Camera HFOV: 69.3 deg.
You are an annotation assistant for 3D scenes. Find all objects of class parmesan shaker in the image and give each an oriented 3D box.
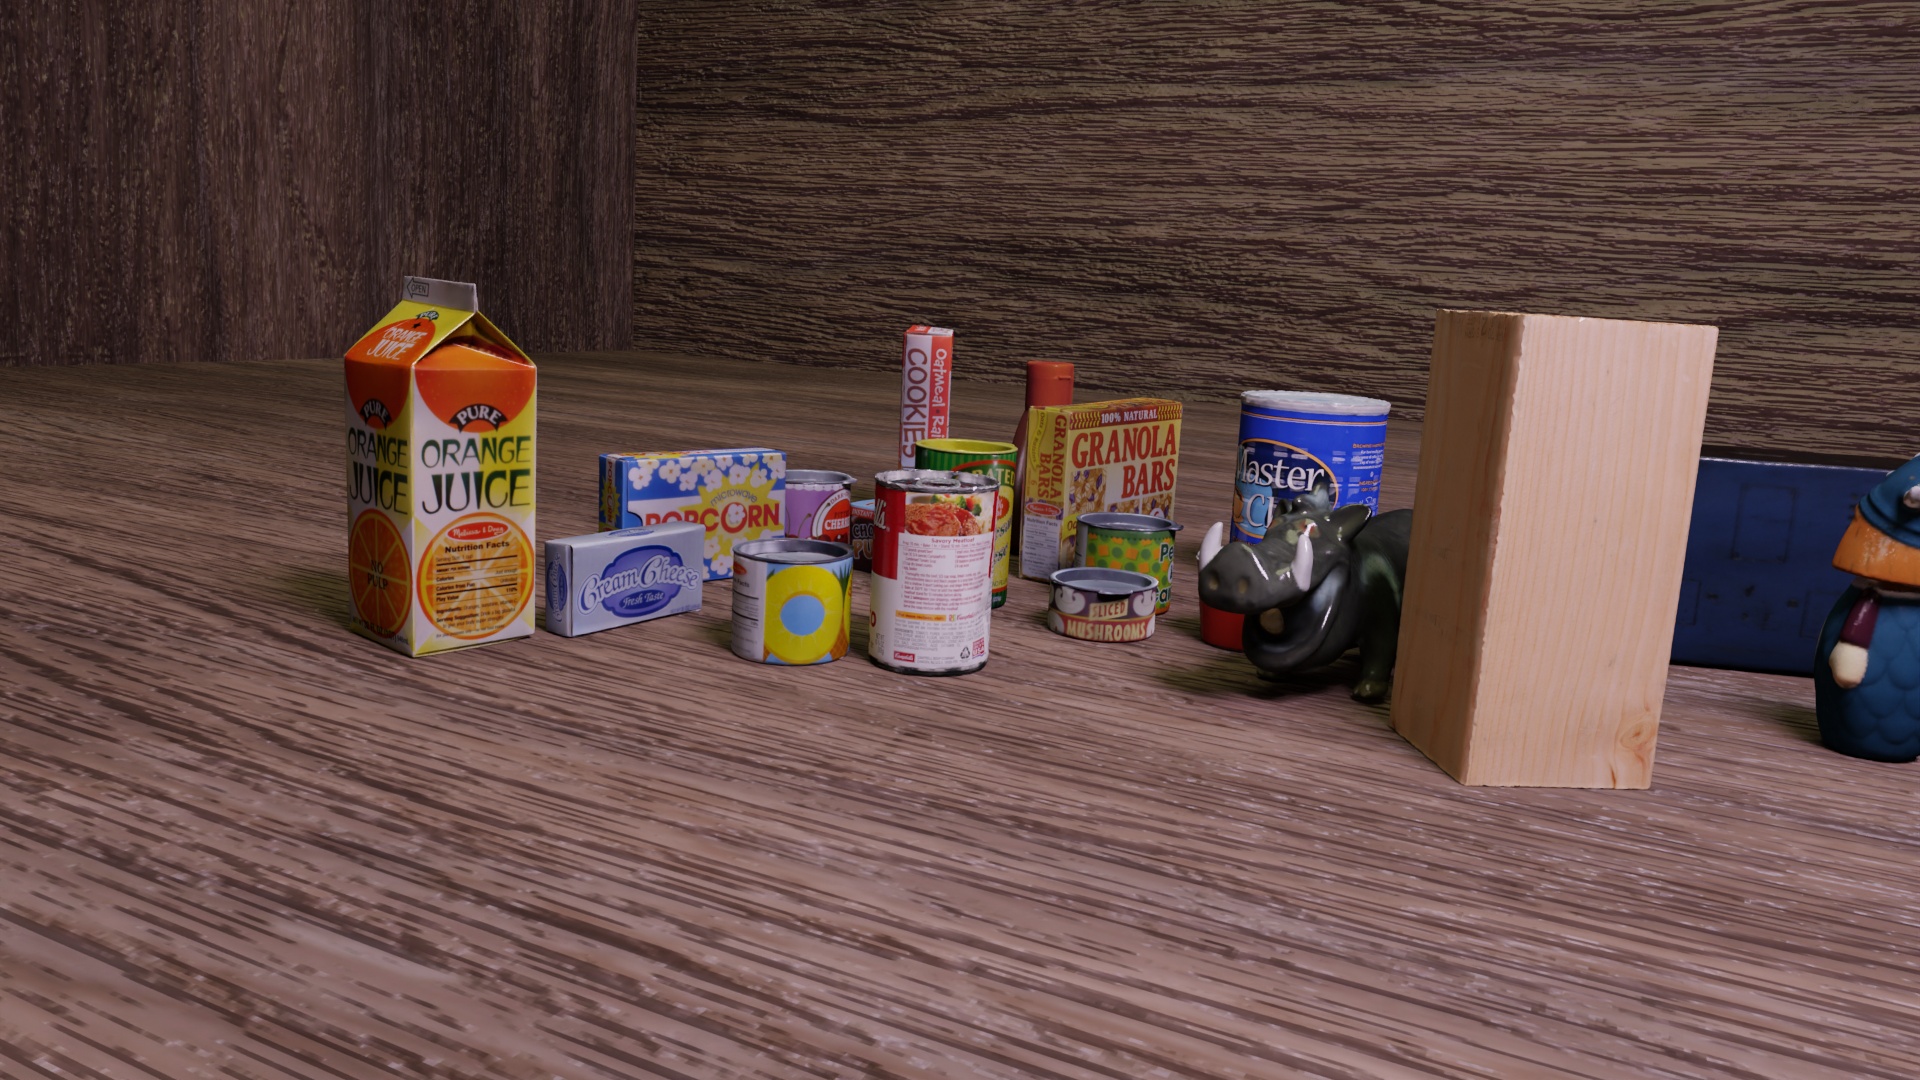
[{"bbox_3d":[0.003,-0.011,0.903,0.071,0.103,0.071,3,10,0],"label":"parmesan shaker"}]

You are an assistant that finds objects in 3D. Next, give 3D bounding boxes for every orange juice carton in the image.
[{"bbox_3d":[-0.277,-0.042,0.742,0.072,0.192,0.073,12,13,40],"label":"orange juice carton"}]

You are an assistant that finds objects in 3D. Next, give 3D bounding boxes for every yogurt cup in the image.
[{"bbox_3d":[0.174,0.036,0.836,0.072,0.053,0.072,3,10,0],"label":"yogurt cup"}]

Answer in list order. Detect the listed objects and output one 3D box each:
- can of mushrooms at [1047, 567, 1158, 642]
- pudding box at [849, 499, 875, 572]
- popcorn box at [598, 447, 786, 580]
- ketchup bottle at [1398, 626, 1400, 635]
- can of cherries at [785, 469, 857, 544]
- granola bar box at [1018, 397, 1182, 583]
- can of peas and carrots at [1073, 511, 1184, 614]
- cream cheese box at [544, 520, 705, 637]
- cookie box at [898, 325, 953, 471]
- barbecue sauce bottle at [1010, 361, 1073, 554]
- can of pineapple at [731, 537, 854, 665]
[{"bbox_3d":[0.087,0.039,0.847,0.071,0.033,0.071,3,10,0],"label":"can of mushrooms"},{"bbox_3d":[-0.039,0.001,0.971,0.084,0.049,0.030,12,13,40],"label":"pudding box"},{"bbox_3d":[-0.177,-0.017,0.928,0.127,0.085,0.038,-6,14,-42],"label":"popcorn box"},{"bbox_3d":[0.301,-0.005,0.834,0.065,0.148,0.043,4,10,6],"label":"ketchup bottle"},{"bbox_3d":[-0.113,-0.020,1.034,0.071,0.058,0.071,3,10,0],"label":"can of cherries"},{"bbox_3d":[0.106,-0.040,1.032,0.039,0.124,0.166,10,12,35],"label":"granola bar box"},{"bbox_3d":[0.110,0.015,0.914,0.071,0.058,0.071,3,10,0],"label":"can of peas and carrots"},{"bbox_3d":[-0.193,0.021,0.807,0.024,0.053,0.104,10,12,34],"label":"cream cheese box"},{"bbox_3d":[-0.030,-0.090,1.138,0.040,0.167,0.123,3,10,-1],"label":"cookie box"},{"bbox_3d":[0.066,-0.064,1.081,0.065,0.148,0.044,-4,12,-34],"label":"barbecue sauce bottle"},{"bbox_3d":[-0.091,0.033,0.763,0.071,0.057,0.071,3,10,0],"label":"can of pineapple"}]
